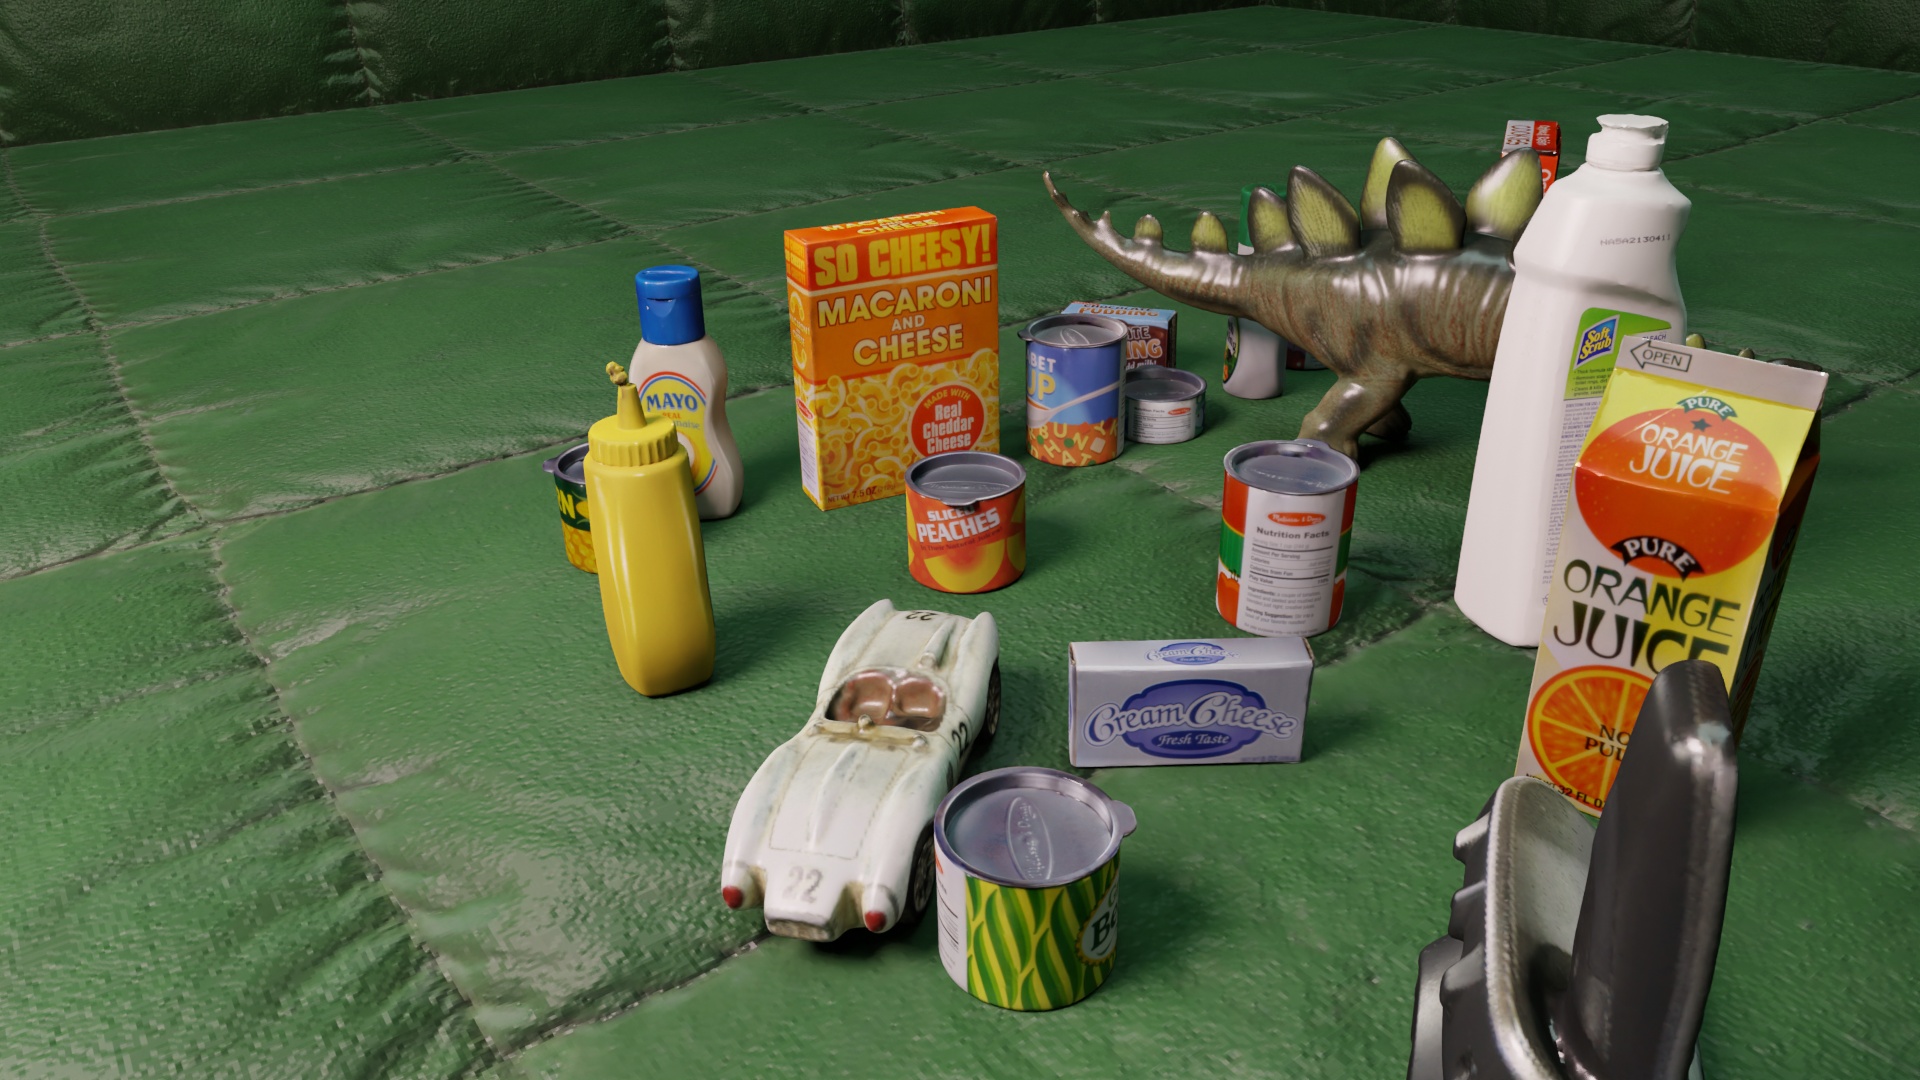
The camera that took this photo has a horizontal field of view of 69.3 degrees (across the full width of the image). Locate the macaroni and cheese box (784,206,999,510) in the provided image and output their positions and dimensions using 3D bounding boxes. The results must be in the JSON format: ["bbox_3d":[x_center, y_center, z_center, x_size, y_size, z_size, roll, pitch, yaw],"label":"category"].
[{"bbox_3d":[-0.039,-0.111,0.844,0.124,0.165,0.040,-13,29,-23],"label":"macaroni and cheese box"}]

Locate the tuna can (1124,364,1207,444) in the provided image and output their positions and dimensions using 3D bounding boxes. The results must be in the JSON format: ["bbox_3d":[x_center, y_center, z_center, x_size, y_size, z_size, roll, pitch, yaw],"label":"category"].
[{"bbox_3d":[0.134,-0.094,0.949,0.071,0.032,0.071,-1,27,1],"label":"tuna can"}]

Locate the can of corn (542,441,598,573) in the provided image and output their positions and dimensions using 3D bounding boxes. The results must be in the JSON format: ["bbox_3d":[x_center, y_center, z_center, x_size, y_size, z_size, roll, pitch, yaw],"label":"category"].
[{"bbox_3d":[-0.197,-0.020,0.789,0.071,0.058,0.071,-1,27,1],"label":"can of corn"}]

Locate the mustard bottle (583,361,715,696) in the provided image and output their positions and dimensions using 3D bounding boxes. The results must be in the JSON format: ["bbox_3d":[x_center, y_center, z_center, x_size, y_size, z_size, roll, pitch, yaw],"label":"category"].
[{"bbox_3d":[-0.147,-0.007,0.650,0.049,0.159,0.065,-13,29,-23],"label":"mustard bottle"}]

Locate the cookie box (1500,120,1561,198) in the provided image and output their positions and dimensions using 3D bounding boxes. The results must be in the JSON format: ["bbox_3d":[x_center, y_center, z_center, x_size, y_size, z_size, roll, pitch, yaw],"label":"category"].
[{"bbox_3d":[0.414,-0.219,1.037,0.040,0.166,0.123,9,28,19],"label":"cookie box"}]

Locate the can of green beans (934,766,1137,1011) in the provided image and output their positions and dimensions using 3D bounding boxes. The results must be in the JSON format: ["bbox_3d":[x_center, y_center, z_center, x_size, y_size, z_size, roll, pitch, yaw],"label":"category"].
[{"bbox_3d":[0.024,0.124,0.498,0.071,0.057,0.071,-1,27,1],"label":"can of green beans"}]

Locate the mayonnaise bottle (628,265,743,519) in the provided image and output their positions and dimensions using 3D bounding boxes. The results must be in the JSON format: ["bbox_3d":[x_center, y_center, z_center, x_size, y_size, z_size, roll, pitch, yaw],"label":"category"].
[{"bbox_3d":[-0.165,-0.085,0.818,0.065,0.147,0.041,2,27,6],"label":"mayonnaise bottle"}]

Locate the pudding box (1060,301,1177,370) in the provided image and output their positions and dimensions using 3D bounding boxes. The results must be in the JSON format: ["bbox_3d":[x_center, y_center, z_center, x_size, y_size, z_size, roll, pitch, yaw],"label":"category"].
[{"bbox_3d":[0.119,-0.150,1.042,0.084,0.049,0.030,9,28,19],"label":"pudding box"}]

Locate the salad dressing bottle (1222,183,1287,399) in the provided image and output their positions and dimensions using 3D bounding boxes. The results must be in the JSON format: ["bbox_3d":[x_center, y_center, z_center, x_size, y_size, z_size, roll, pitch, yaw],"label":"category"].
[{"bbox_3d":[0.212,-0.175,0.981,0.044,0.147,0.064,3,27,8],"label":"salad dressing bottle"}]

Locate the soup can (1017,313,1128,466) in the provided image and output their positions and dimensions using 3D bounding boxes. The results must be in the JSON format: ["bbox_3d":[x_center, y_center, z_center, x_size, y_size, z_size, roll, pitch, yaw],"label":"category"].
[{"bbox_3d":[0.072,-0.098,0.905,0.071,0.083,0.071,-1,27,1],"label":"soup can"}]

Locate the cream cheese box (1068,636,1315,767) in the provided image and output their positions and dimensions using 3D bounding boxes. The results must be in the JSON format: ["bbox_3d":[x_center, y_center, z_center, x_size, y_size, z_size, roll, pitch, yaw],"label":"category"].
[{"bbox_3d":[0.099,0.071,0.604,0.104,0.053,0.024,-1,27,0],"label":"cream cheese box"}]

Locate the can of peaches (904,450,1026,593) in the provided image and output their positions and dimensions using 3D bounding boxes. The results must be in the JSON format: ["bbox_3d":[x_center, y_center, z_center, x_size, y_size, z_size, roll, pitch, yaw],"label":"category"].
[{"bbox_3d":[0.003,-0.010,0.761,0.071,0.057,0.071,-1,27,1],"label":"can of peaches"}]

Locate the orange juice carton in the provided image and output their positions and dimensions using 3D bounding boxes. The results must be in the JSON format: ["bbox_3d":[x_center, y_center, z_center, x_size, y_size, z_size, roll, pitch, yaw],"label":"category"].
[{"bbox_3d":[0.281,0.016,0.551,0.072,0.191,0.073,19,33,35],"label":"orange juice carton"}]

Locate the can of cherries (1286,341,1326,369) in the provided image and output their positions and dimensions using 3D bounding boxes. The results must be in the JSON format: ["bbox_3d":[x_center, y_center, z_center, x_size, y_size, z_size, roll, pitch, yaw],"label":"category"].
[{"bbox_3d":[0.261,-0.169,1.065,0.071,0.058,0.072,-1,27,1],"label":"can of cherries"}]

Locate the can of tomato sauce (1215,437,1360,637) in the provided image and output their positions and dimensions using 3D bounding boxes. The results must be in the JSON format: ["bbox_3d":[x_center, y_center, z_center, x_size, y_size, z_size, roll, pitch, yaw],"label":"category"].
[{"bbox_3d":[0.166,-0.002,0.712,0.071,0.082,0.071,-1,27,1],"label":"can of tomato sauce"}]
